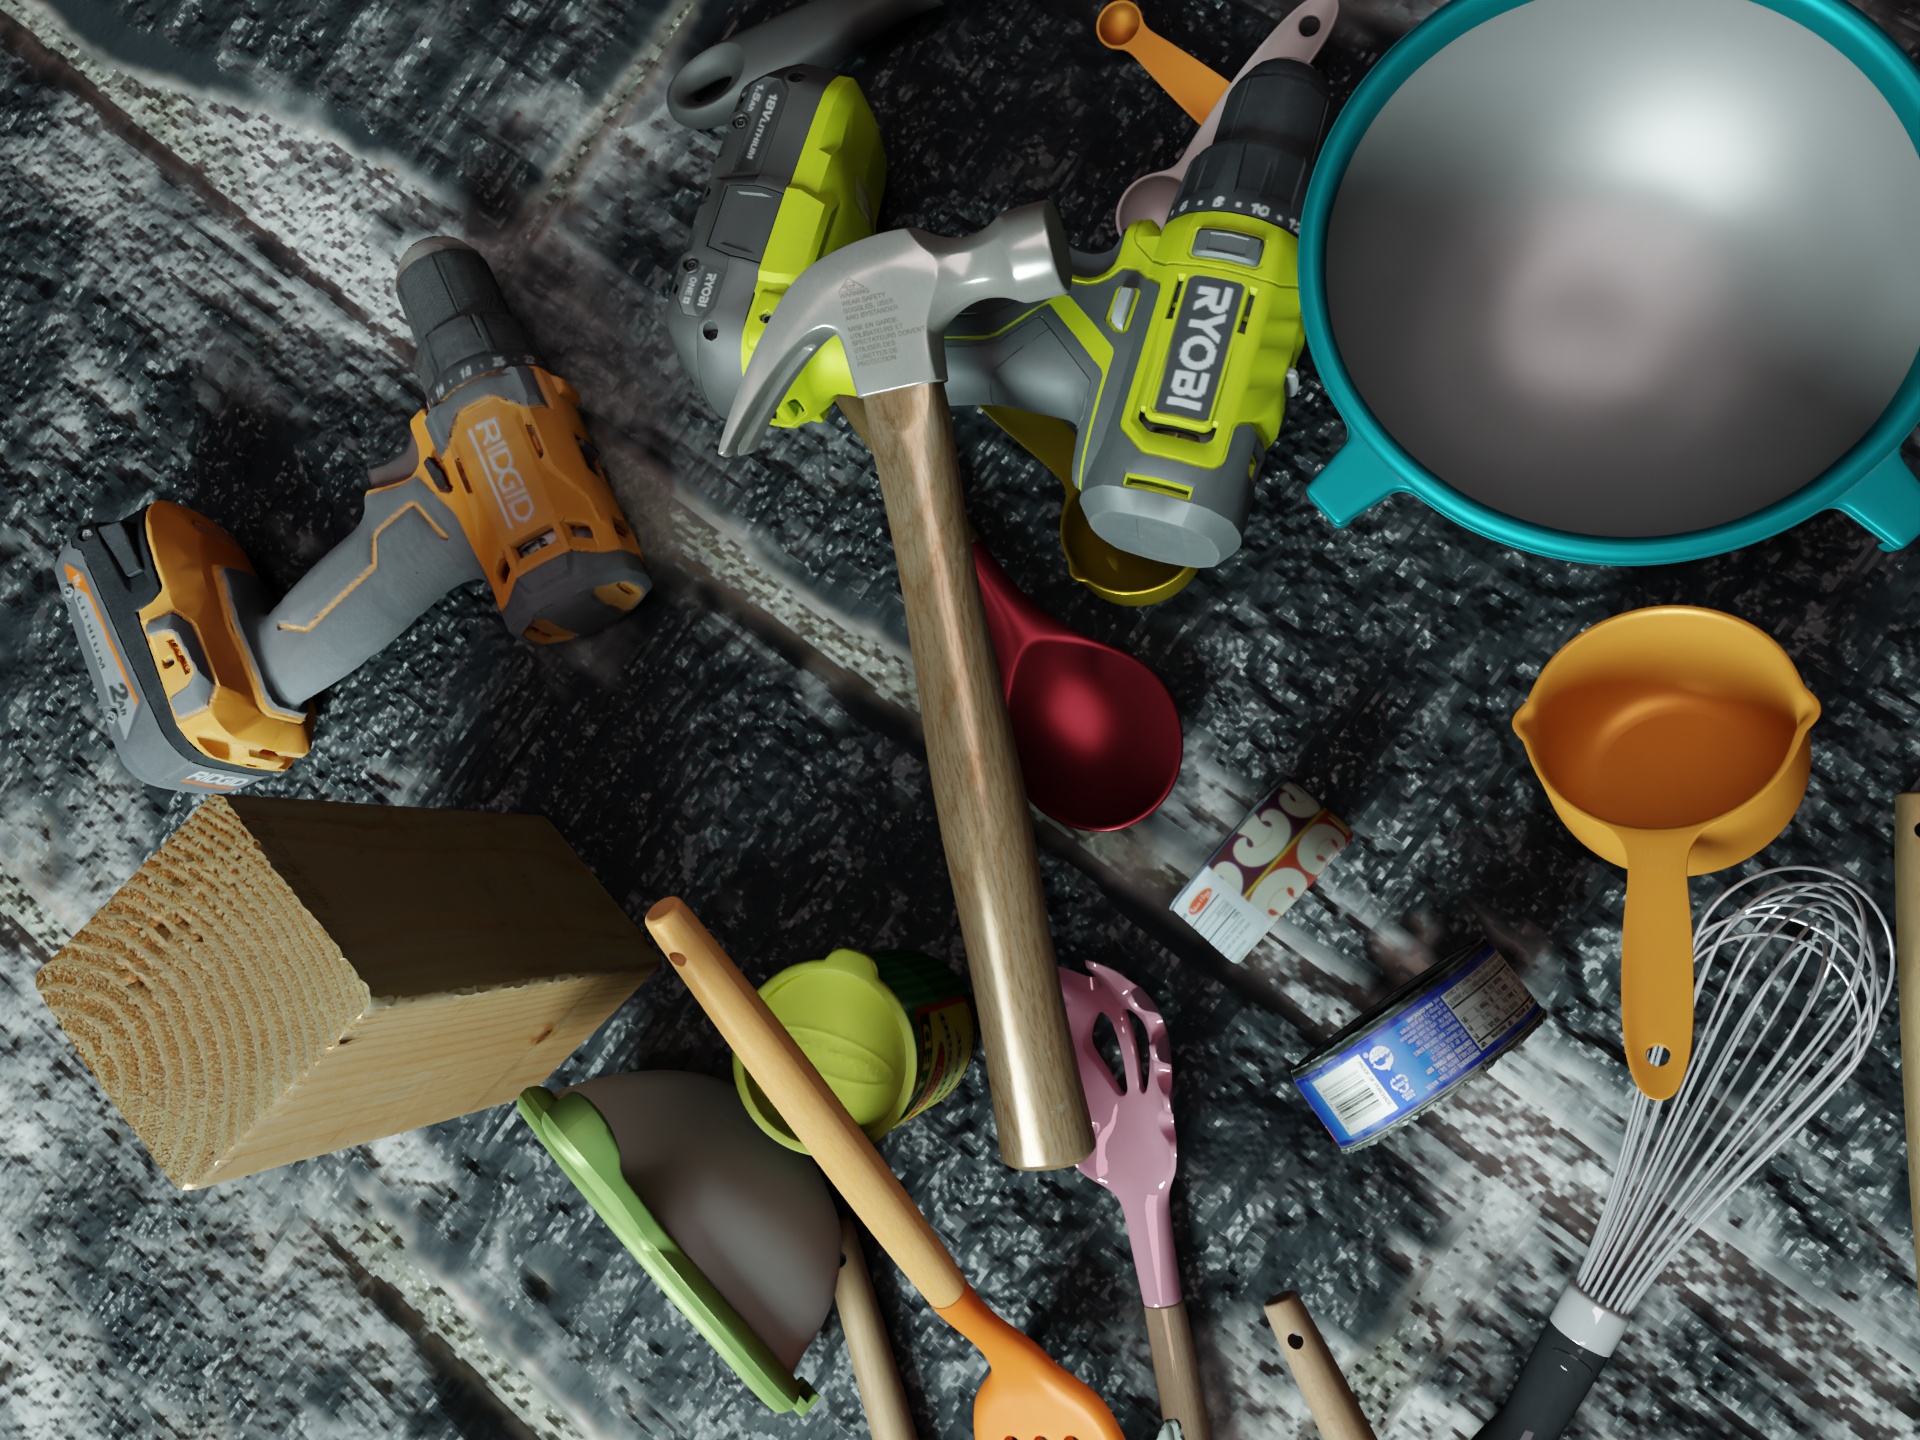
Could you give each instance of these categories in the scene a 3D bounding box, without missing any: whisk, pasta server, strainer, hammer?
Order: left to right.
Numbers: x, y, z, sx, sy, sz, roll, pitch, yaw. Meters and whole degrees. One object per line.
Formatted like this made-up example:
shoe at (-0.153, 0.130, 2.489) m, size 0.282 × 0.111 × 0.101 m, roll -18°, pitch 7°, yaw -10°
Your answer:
strainer at (-0.090, 0.152, 0.546) m, size 0.069 × 0.256 × 0.151 m, roll -40°, pitch 71°, yaw -20°
hammer at (-0.001, -0.002, 0.560) m, size 0.130 × 0.031 × 0.331 m, roll -9°, pitch 97°, yaw 17°
whisk at (0.005, -0.316, 0.654) m, size 0.296 × 0.073 × 0.073 m, roll -20°, pitch 80°, yaw 17°
pasta server at (0.076, 0.245, 0.586) m, size 0.060 × 0.040 × 0.316 m, roll -14°, pitch 82°, yaw 33°
strainer at (0.231, -0.214, 0.569) m, size 0.211 × 0.095 × 0.340 m, roll 4°, pitch 83°, yaw 11°
whisk at (0.232, 0.178, 0.549) m, size 0.070 × 0.070 × 0.284 m, roll 29°, pitch 96°, yaw 15°

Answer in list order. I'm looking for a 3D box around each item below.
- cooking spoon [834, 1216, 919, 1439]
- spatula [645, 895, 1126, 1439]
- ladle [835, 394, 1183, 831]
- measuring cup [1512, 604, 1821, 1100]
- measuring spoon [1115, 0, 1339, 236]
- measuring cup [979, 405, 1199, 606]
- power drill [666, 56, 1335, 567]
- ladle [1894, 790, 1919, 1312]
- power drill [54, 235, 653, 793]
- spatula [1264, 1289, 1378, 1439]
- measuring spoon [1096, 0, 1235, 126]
cooking spoon at (-0.004, 0.348, 0.604) m, size 0.069 × 0.017 × 0.319 m, roll -19°, pitch 81°, yaw 10°
spatula at (-0.018, 0.185, 0.535) m, size 0.081 × 0.041 × 0.322 m, roll -14°, pitch 121°, yaw 29°
ladle at (-0.013, -0.088, 0.648) m, size 0.069 × 0.031 × 0.315 m, roll -35°, pitch 76°, yaw 3°
measuring cup at (0.237, 0.047, 0.532) m, size 0.095 × 0.052 × 0.174 m, roll -4°, pitch 61°, yaw 31°
measuring spoon at (0.109, -0.235, 0.635) m, size 0.034 × 0.018 × 0.124 m, roll 41°, pitch 98°, yaw 13°
measuring cup at (0.039, -0.107, 0.641) m, size 0.062 × 0.029 × 0.157 m, roll -41°, pitch 68°, yaw 1°
power drill at (0.022, -0.174, 0.605) m, size 0.228 × 0.080 × 0.190 m, roll 15°, pitch 81°, yaw 13°
ladle at (0.328, 0.182, 0.524) m, size 0.078 × 0.062 × 0.320 m, roll 0°, pitch 82°, yaw 13°
power drill at (-0.264, -0.089, 0.683) m, size 0.226 × 0.084 × 0.185 m, roll -26°, pitch 78°, yaw 5°
spatula at (0.182, 0.336, 0.522) m, size 0.060 × 0.018 × 0.316 m, roll -29°, pitch 81°, yaw 12°
measuring spoon at (0.101, -0.253, 0.648) m, size 0.117 × 0.011 × 0.021 m, roll 44°, pitch 105°, yaw 10°
